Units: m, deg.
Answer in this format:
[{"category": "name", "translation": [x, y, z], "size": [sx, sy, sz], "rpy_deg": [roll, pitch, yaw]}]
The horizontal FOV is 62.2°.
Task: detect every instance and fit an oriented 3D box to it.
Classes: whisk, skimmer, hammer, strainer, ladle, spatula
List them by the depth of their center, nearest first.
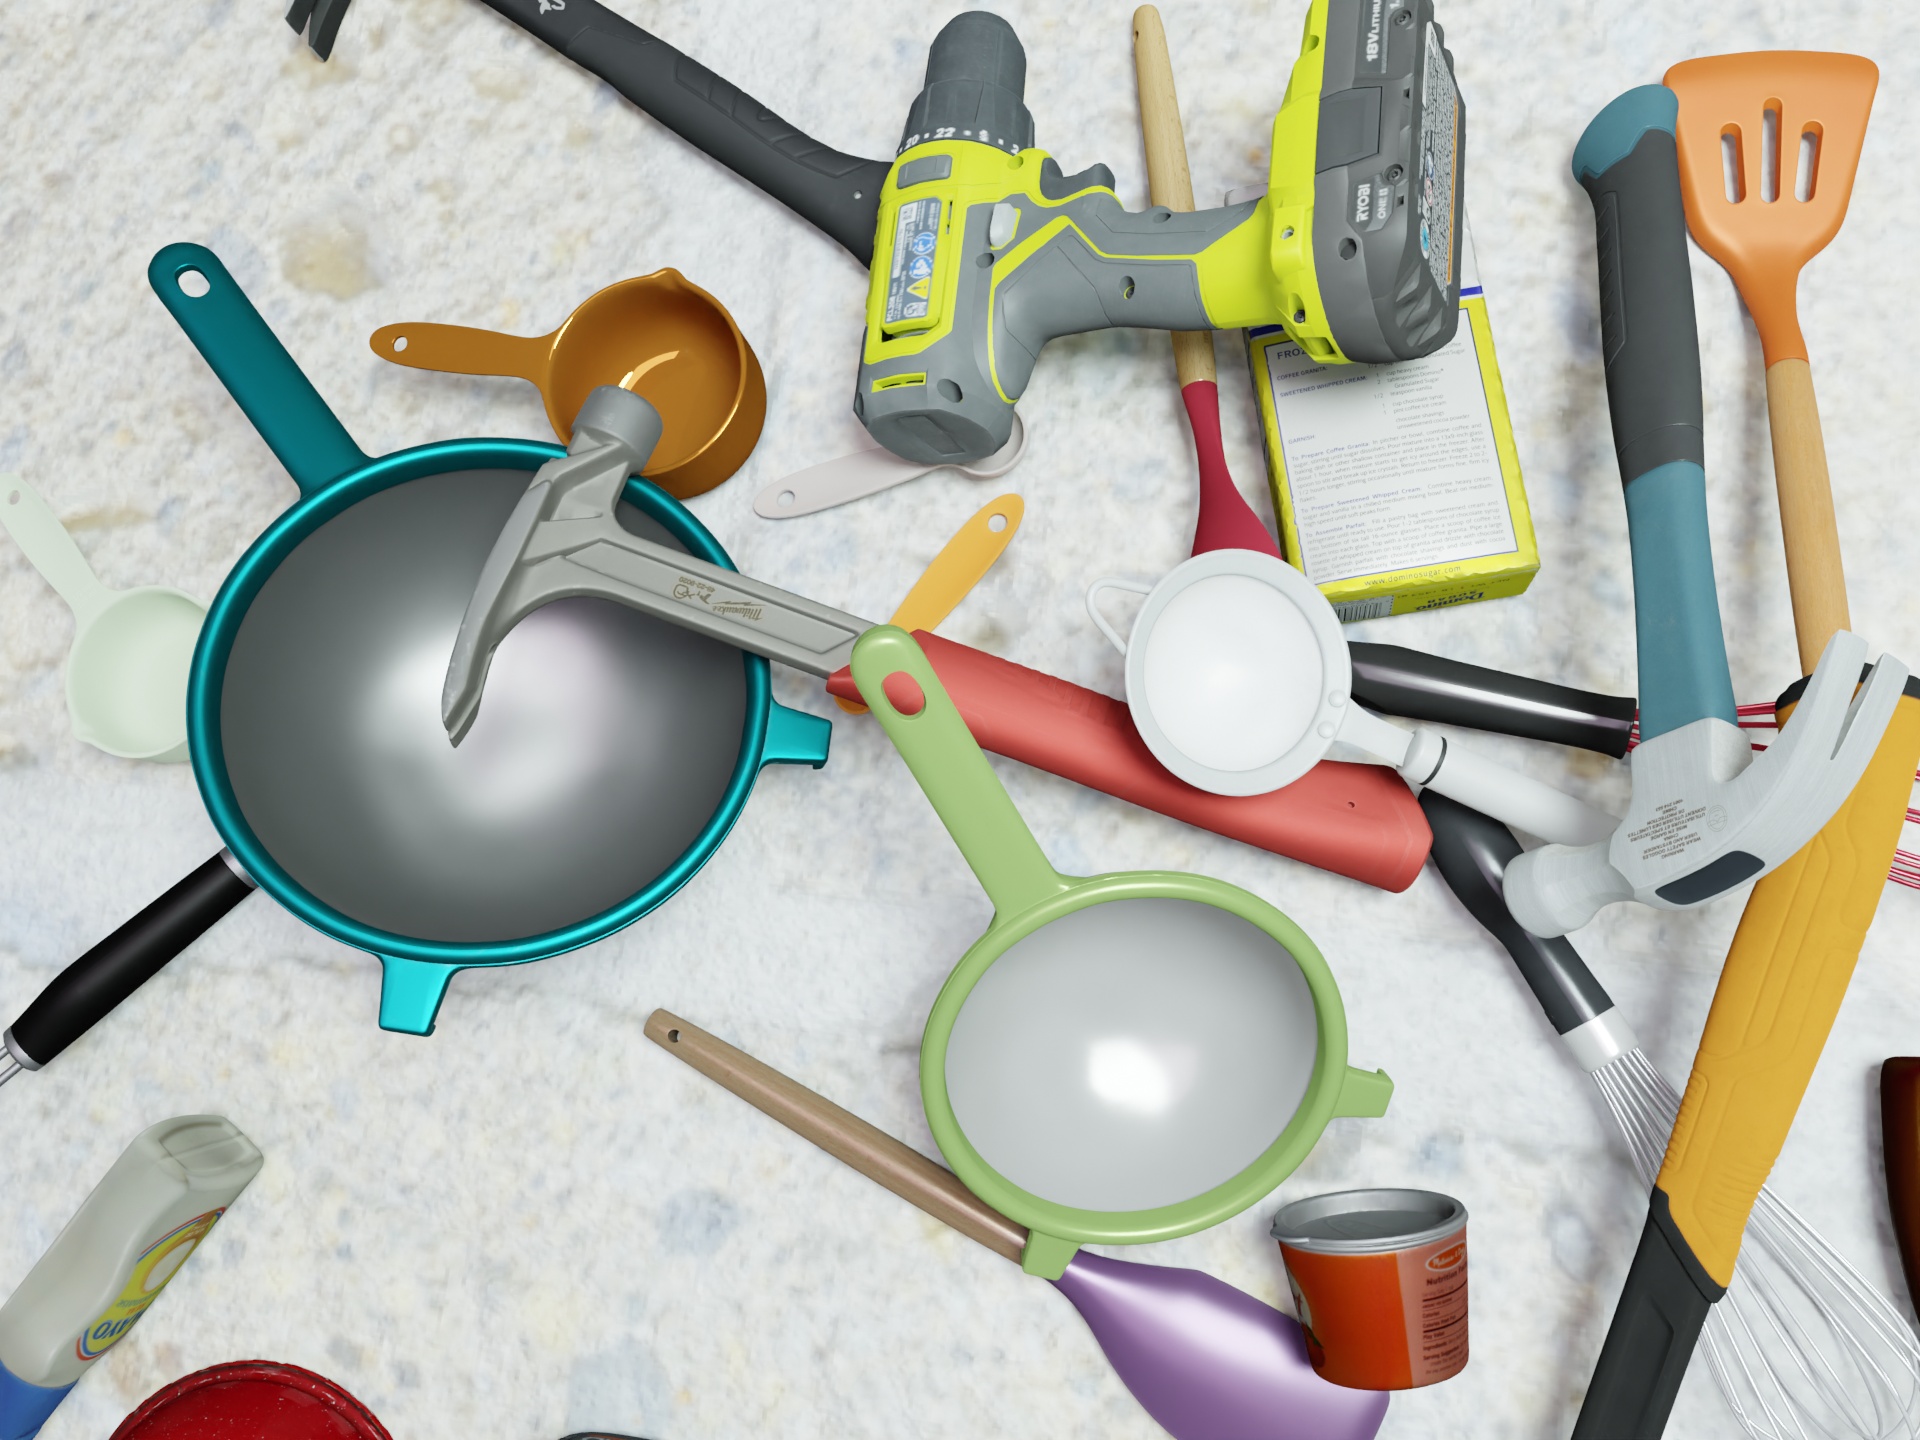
[{"category": "hammer", "translation": [0.248, 0.147, 0.507], "size": [0.127, 0.034, 0.337], "rpy_deg": [20, 97, 37]}, {"category": "hammer", "translation": [0.244, -0.094, 0.558], "size": [0.033, 0.128, 0.331], "rpy_deg": [22, 60, -25]}, {"category": "whisk", "translation": [0.245, 0.142, 0.561], "size": [0.070, 0.070, 0.285], "rpy_deg": [-31, 72, 3]}, {"category": "strainer", "translation": [0.033, 0.068, 0.564], "size": [0.151, 0.069, 0.256], "rpy_deg": [-29, 109, 7]}, {"category": "strainer", "translation": [0.157, 0.011, 0.570], "size": [0.258, 0.050, 0.087], "rpy_deg": [24, 82, -5]}, {"category": "spatula", "translation": [0.307, -0.114, 0.580], "size": [0.081, 0.041, 0.323], "rpy_deg": [3, 63, 10]}, {"category": "whisk", "translation": [0.264, 0.007, 0.581], "size": [0.296, 0.073, 0.073], "rpy_deg": [13, 82, 17]}, {"category": "hammer", "translation": [-0.001, -0.002, 0.592], "size": [0.359, 0.036, 0.149], "rpy_deg": [20, 68, -1]}, {"category": "spatula", "translation": [0.010, 0.194, 0.609], "size": [0.316, 0.018, 0.060], "rpy_deg": [28, 81, 12]}, {"category": "strainer", "translation": [-0.222, -0.047, 0.644], "size": [0.211, 0.095, 0.340], "rpy_deg": [-35, 77, -19]}, {"category": "ladle", "translation": [0.095, -0.158, 0.645], "size": [0.031, 0.069, 0.316], "rpy_deg": [-1, 72, -16]}, {"category": "skimmer", "translation": [-0.435, 0.186, 0.682], "size": [0.363, 0.090, 0.127], "rpy_deg": [-42, 73, -10]}, {"category": "hammer", "translation": [-0.160, -0.299, 0.720], "size": [0.335, 0.035, 0.146], "rpy_deg": [37, 87, 14]}]

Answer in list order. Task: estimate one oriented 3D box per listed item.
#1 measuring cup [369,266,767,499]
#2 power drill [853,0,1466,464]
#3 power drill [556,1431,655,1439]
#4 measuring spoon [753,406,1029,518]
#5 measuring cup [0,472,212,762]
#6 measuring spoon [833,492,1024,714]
[{"category": "measuring cup", "translation": [-0.166, -0.145, 0.685], "size": [0.173, 0.052, 0.095], "rpy_deg": [10, 82, 13]}, {"category": "power drill", "translation": [0.068, -0.204, 0.610], "size": [0.228, 0.080, 0.191], "rpy_deg": [-2, 73, 30]}, {"category": "power drill", "translation": [-0.151, 0.332, 0.504], "size": [0.084, 0.226, 0.164], "rpy_deg": [5, 81, 11]}, {"category": "measuring spoon", "translation": [-0.029, -0.105, 0.675], "size": [0.124, 0.018, 0.034], "rpy_deg": [-14, 71, 14]}, {"category": "measuring cup", "translation": [-0.377, -0.050, 0.711], "size": [0.083, 0.038, 0.168], "rpy_deg": [-44, 74, 0]}, {"category": "measuring spoon", "translation": [-0.012, -0.049, 0.663], "size": [0.021, 0.011, 0.117], "rpy_deg": [38, 84, 14]}]
